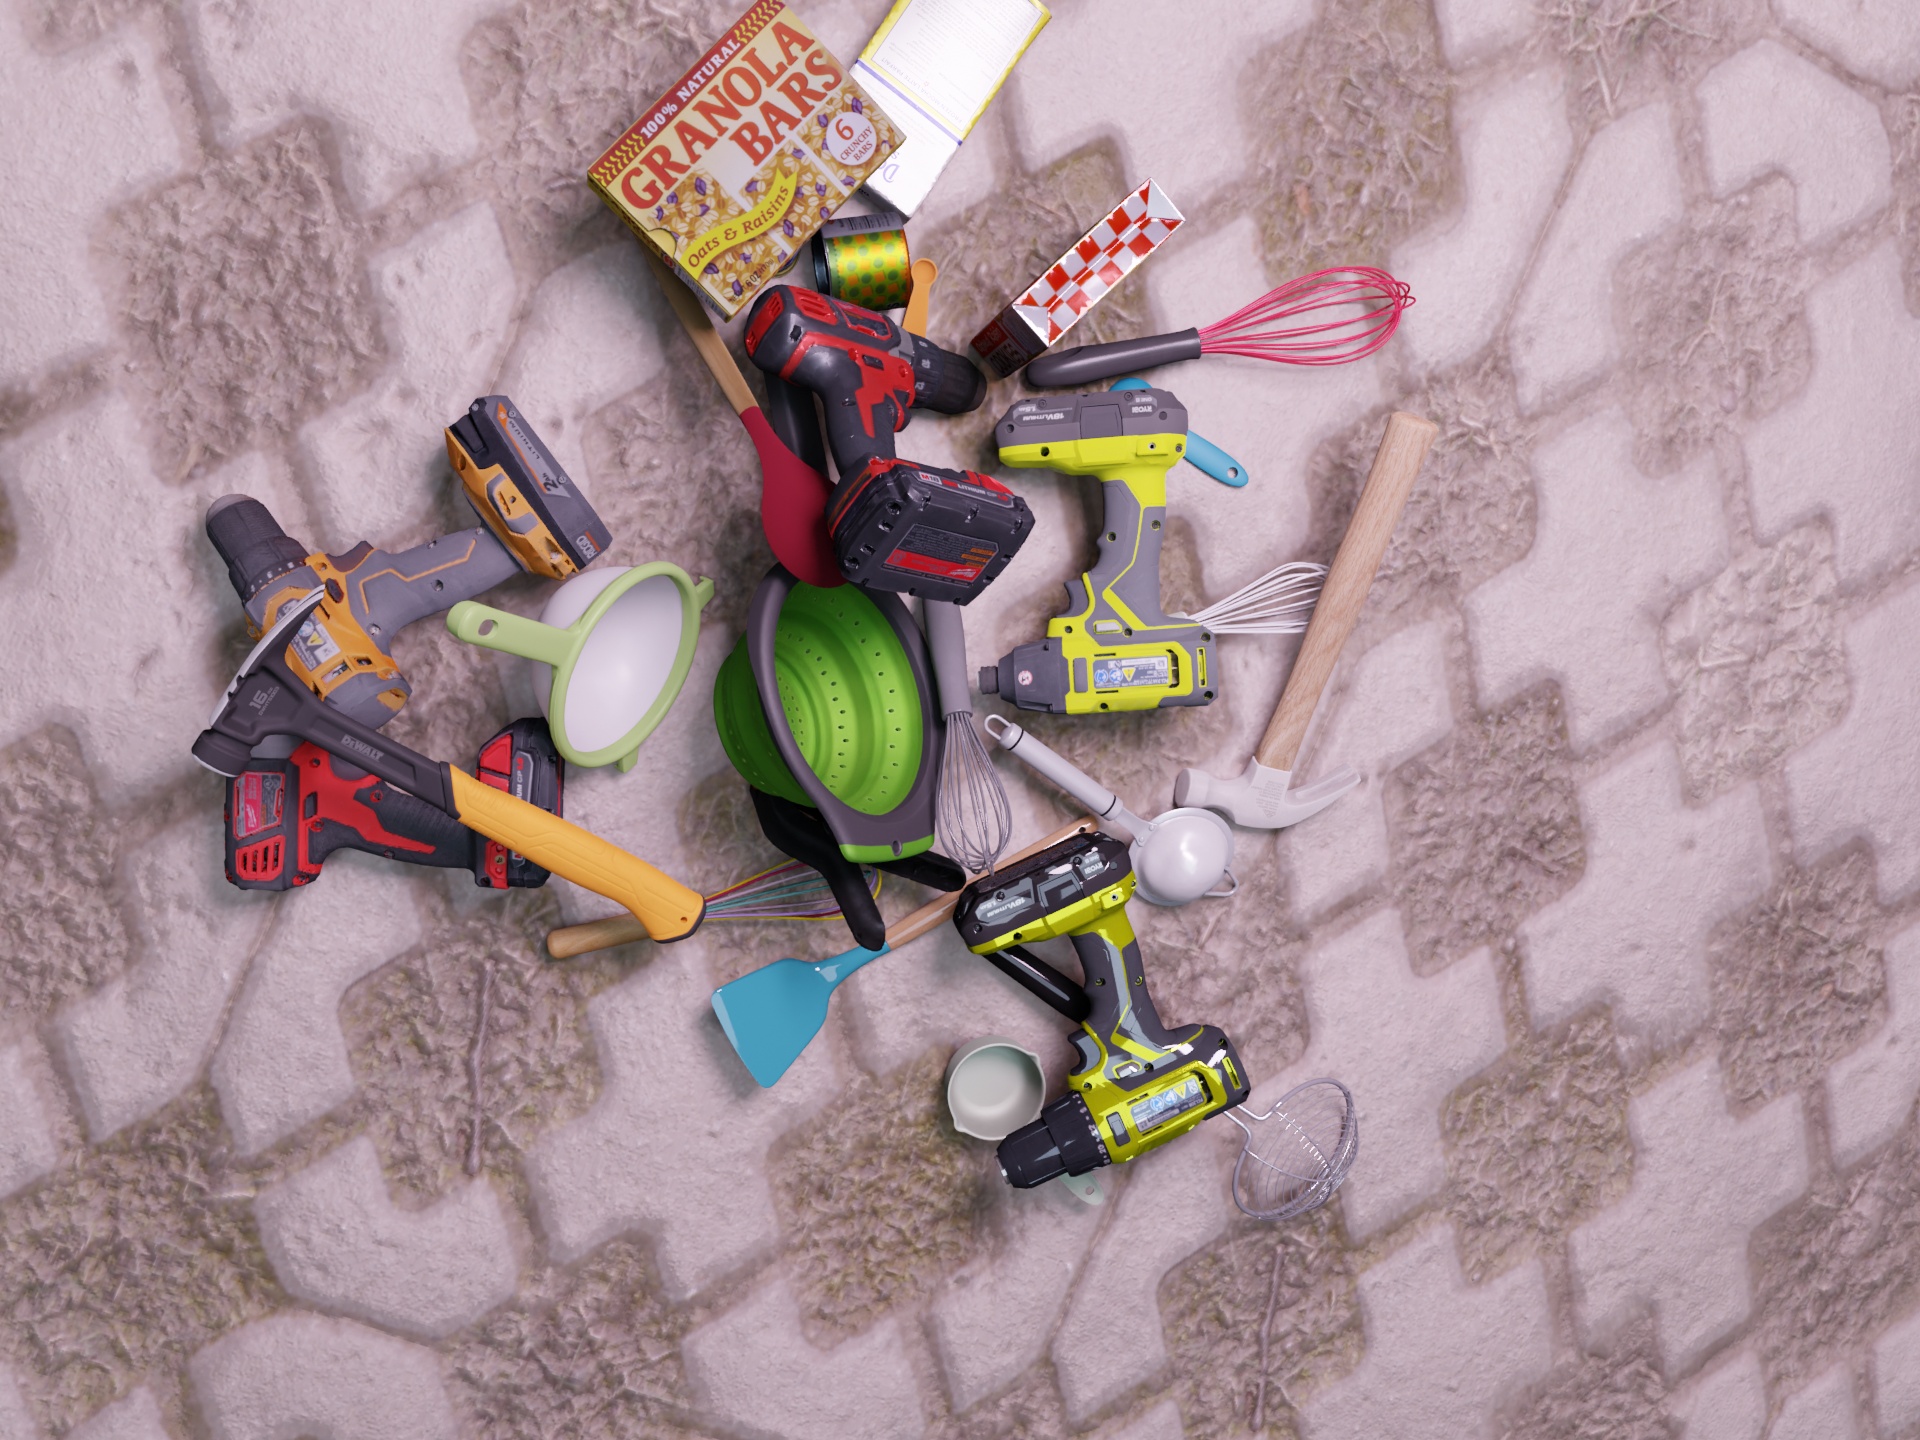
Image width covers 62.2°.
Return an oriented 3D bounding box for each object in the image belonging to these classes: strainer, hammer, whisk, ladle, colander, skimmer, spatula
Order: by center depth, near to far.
[{"bbox_3d":[-0.304,0.049,1.027,0.336,0.034,0.127,33,93,-26],"label":"hammer"},{"bbox_3d":[-0.265,-0.054,1.034,0.069,0.256,0.151,26,92,20],"label":"strainer"},{"bbox_3d":[-0.151,-0.224,1.056,0.069,0.031,0.316,-21,72,-30],"label":"ladle"},{"bbox_3d":[-0.120,-0.089,1.111,0.094,0.204,0.397,-17,82,31],"label":"colander"},{"bbox_3d":[-0.001,-0.003,1.128,0.055,0.055,0.239,-5,69,-10],"label":"whisk"},{"bbox_3d":[-0.177,0.139,1.156,0.245,0.051,0.047,-13,105,-6],"label":"whisk"},{"bbox_3d":[0.192,-0.281,1.168,0.296,0.073,0.073,-12,99,-4],"label":"whisk"},{"bbox_3d":[0.273,-0.065,1.172,0.130,0.031,0.331,12,114,-13],"label":"hammer"},{"bbox_3d":[-0.031,0.155,1.185,0.317,0.044,0.082,-30,96,-7],"label":"spatula"},{"bbox_3d":[0.118,0.072,1.191,0.258,0.050,0.087,35,103,-17],"label":"strainer"},{"bbox_3d":[0.177,-0.071,1.197,0.246,0.057,0.059,-15,65,-5],"label":"whisk"},{"bbox_3d":[0.157,0.264,1.244,0.363,0.090,0.127,35,90,-3],"label":"skimmer"}]

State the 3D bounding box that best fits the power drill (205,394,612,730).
[{"bbox_3d":[-0.371,-0.120,1.052,0.226,0.084,0.185,-37,78,-8],"label":"power drill"}]

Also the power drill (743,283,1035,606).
[{"bbox_3d":[-0.032,-0.186,1.050,0.187,0.227,0.080,8,136,-40],"label":"power drill"}]

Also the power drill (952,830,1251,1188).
[{"bbox_3d":[0.083,0.214,1.156,0.190,0.080,0.228,-24,94,-5],"label":"power drill"}]

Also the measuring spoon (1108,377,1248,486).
[{"bbox_3d":[0.165,-0.212,1.187,0.128,0.021,0.042,31,91,-11],"label":"measuring spoon"}]

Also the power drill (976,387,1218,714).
[{"bbox_3d":[0.092,-0.117,1.138,0.171,0.080,0.223,-4,93,7],"label":"power drill"}]

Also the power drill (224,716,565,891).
[{"bbox_3d":[-0.387,0.046,1.088,0.219,0.078,0.143,2,96,-9],"label":"power drill"}]

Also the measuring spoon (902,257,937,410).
[{"bbox_3d":[-0.036,-0.274,1.148,0.021,0.011,0.117,8,99,-17],"label":"measuring spoon"}]

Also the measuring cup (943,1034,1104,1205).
[{"bbox_3d":[0.053,0.311,1.226,0.083,0.038,0.167,-42,105,-3],"label":"measuring cup"}]
